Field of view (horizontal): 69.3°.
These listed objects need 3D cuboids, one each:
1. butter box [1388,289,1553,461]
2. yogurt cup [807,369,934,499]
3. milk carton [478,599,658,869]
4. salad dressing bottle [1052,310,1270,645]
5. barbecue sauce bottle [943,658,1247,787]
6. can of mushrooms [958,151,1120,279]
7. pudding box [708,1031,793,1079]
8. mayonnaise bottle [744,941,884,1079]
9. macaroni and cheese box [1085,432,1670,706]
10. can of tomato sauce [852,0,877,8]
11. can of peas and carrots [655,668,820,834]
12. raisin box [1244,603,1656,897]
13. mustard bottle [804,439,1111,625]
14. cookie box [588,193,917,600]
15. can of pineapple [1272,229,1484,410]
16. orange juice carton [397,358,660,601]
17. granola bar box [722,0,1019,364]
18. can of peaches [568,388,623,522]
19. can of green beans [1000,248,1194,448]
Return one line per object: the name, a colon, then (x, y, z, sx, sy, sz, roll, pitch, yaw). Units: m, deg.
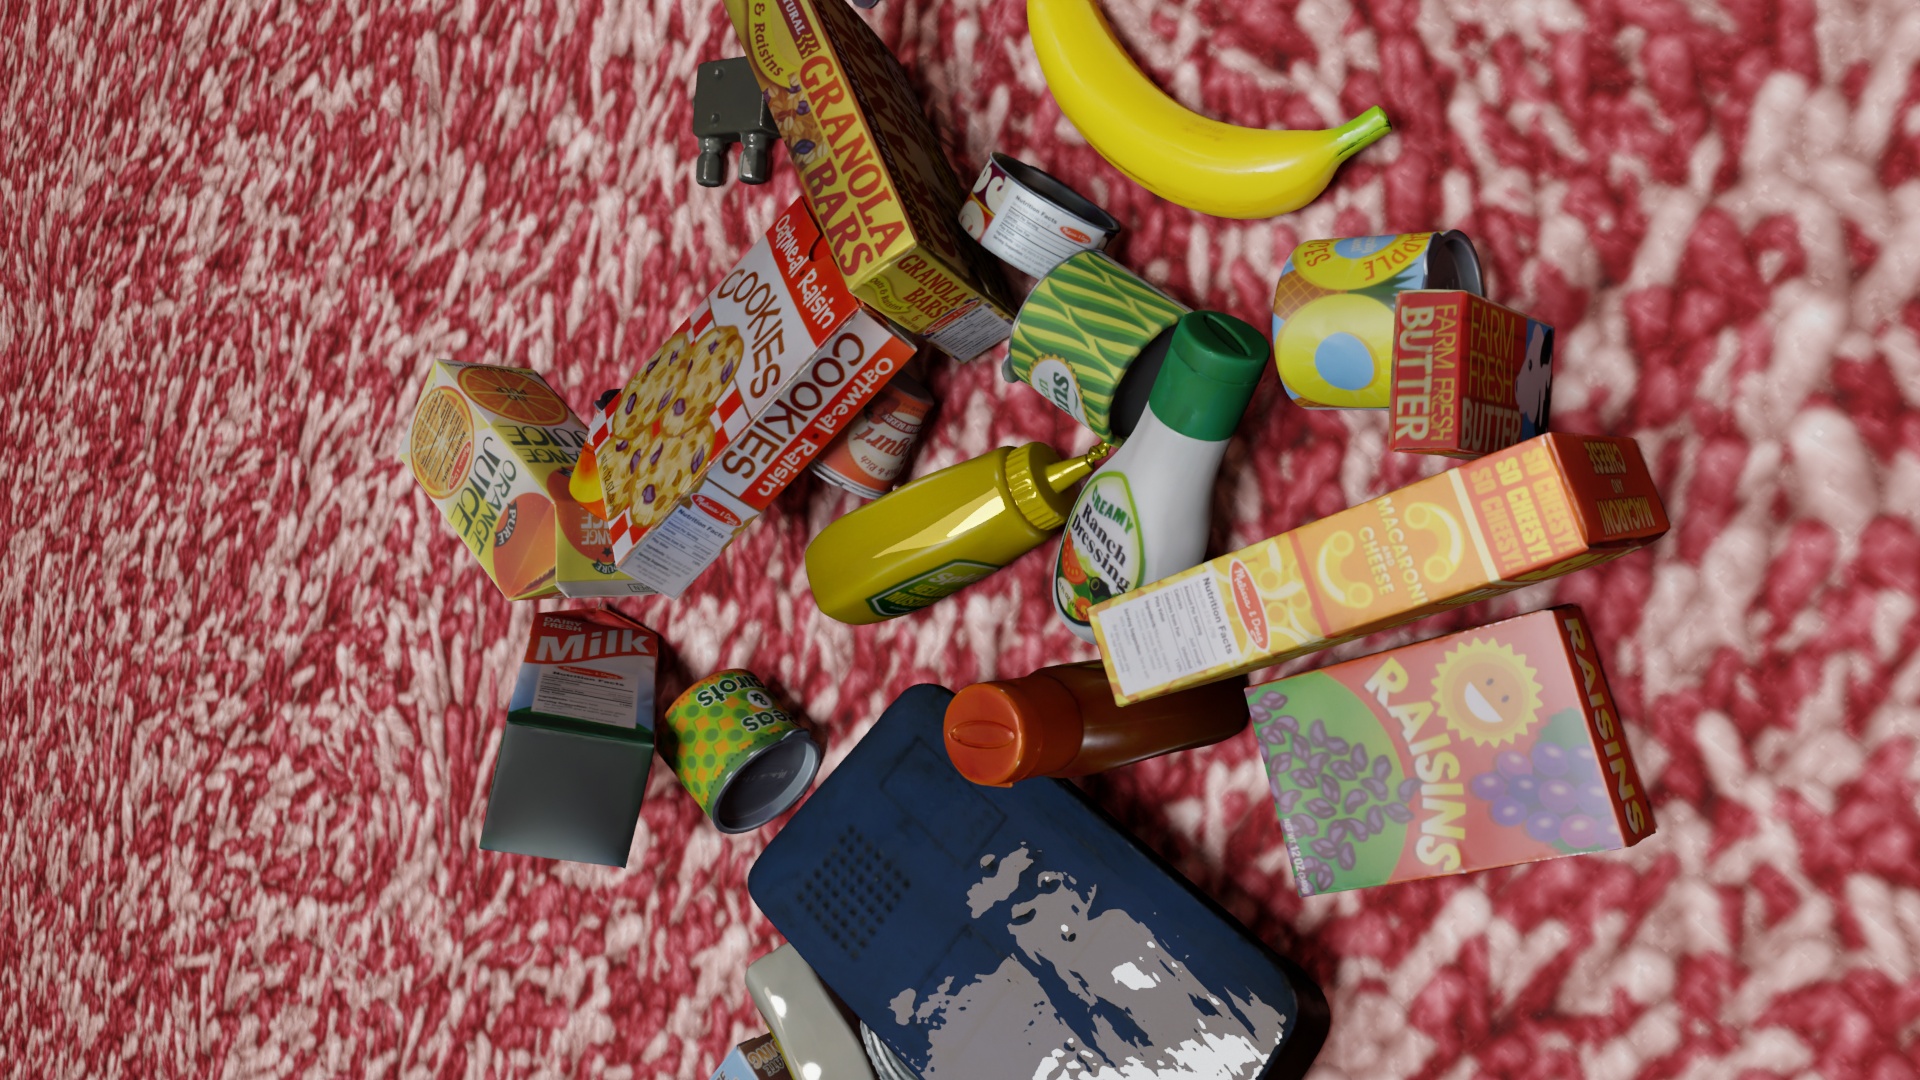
butter box: (0.177, -0.054, 0.478, 0.024, 0.104, 0.053, 4, 93, 37)
yogurt cup: (-0.049, -0.061, 0.679, 0.072, 0.072, 0.054, 43, 106, 30)
milk carton: (-0.208, 0.096, 0.760, 0.191, 0.073, 0.072, -122, 46, -69)
salad dressing bottle: (0.080, -0.022, 0.562, 0.064, 0.044, 0.146, 57, 141, 39)
barbecue sauce bottle: (0.053, 0.068, 0.544, 0.065, 0.149, 0.043, -3, 89, 38)
can of mushrooms: (0.034, -0.141, 0.615, 0.071, 0.071, 0.033, 44, 116, 29)
pudding box: (-0.113, 0.293, 0.730, 0.030, 0.050, 0.083, 48, 117, 26)
mayonnaise bottle: (-0.057, 0.271, 0.682, 0.041, 0.064, 0.148, -27, 69, -11)
macaroni and cheese box: (0.147, 0.011, 0.488, 0.166, 0.124, 0.040, -24, 78, 35)
can of tomato sauce: (-0.064, -0.310, 0.681, 0.071, 0.083, 0.071, -1, 89, 37)
can of peas and carrots: (-0.115, 0.107, 0.725, 0.059, 0.071, 0.070, 42, 114, 31)
raisin box: (0.178, 0.080, 0.517, 0.123, 0.040, 0.086, -22, 76, 37)
mustard bottle: (0.002, -0.008, 0.639, 0.160, 0.065, 0.049, -27, 70, 30)
cookie box: (-0.105, -0.072, 0.661, 0.167, 0.040, 0.123, -44, 39, 14)
can of pineapple: (0.156, -0.083, 0.518, 0.058, 0.071, 0.071, 5, 93, 38)
orange juice carton: (-0.252, -0.026, 0.828, 0.193, 0.072, 0.072, 43, 114, 30)
granola bar box: (-0.037, -0.172, 0.630, 0.039, 0.124, 0.166, -29, 72, 17)
can of peaches: (-0.180, -0.044, 0.774, 0.071, 0.071, 0.058, 39, 113, 31)
can of green beans: (0.063, -0.081, 0.590, 0.058, 0.071, 0.071, 41, 113, 30)
